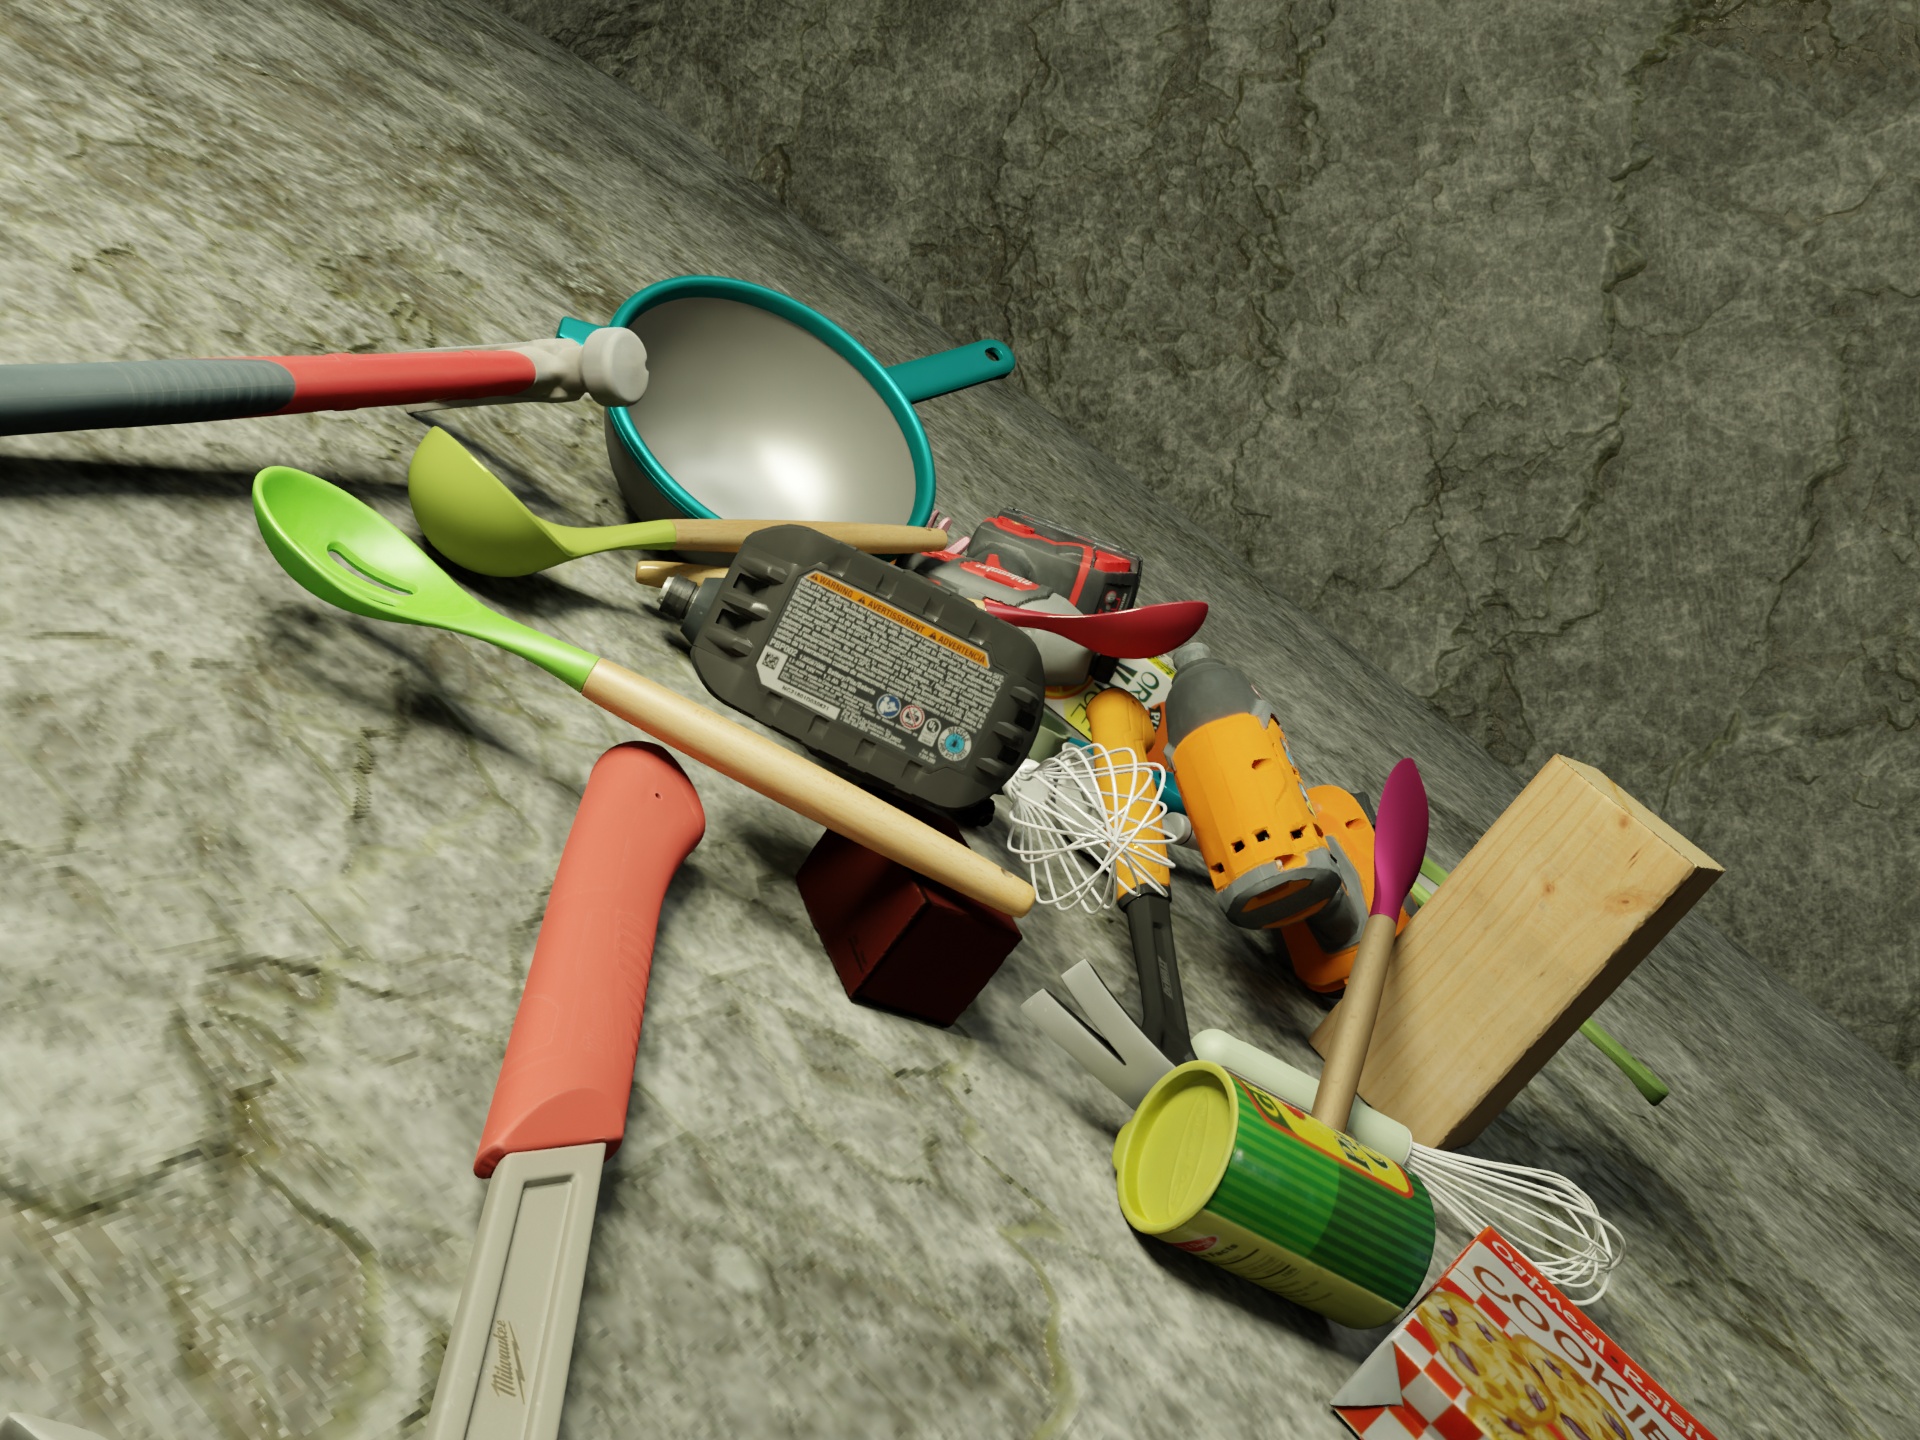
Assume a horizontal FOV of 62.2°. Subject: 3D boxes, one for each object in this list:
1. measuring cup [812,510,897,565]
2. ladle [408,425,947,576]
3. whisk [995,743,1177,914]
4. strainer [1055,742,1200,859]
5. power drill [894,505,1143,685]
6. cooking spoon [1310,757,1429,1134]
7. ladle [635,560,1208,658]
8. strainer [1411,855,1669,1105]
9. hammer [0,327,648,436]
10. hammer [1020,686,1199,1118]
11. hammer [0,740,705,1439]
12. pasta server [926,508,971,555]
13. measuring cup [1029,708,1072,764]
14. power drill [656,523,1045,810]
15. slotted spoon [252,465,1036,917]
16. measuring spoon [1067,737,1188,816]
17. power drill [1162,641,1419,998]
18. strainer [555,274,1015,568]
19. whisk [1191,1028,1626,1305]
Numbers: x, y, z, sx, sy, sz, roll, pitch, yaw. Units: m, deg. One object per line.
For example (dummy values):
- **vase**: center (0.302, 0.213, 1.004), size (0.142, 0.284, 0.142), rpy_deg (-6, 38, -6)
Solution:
- **measuring cup**: center (-0.096, -0.127, 1.041), size (0.174, 0.052, 0.095), rpy_deg (44, 17, 18)
- **ladle**: center (-0.121, -0.104, 0.793), size (0.320, 0.062, 0.078), rpy_deg (-5, 32, -45)
- **whisk**: center (0.036, 0.034, 0.712), size (0.070, 0.070, 0.285), rpy_deg (33, -1, -10)
- **strainer**: center (0.124, 0.066, 0.958), size (0.258, 0.050, 0.087), rpy_deg (18, 32, -47)
- **power drill**: center (0.046, -0.073, 1.009), size (0.143, 0.078, 0.220), rpy_deg (22, 17, 10)
- **cooking spoon**: center (0.205, 0.118, 0.788), size (0.319, 0.017, 0.068), rpy_deg (-54, 131, -50)
- **ladle**: center (-0.013, -0.061, 0.846), size (0.315, 0.031, 0.069), rpy_deg (5, -15, -18)
- **strainer**: center (0.357, 0.180, 1.085), size (0.257, 0.069, 0.151), rpy_deg (46, 16, 28)
- **hammer**: center (-0.290, -0.135, 0.646), size (0.143, 0.038, 0.386), rpy_deg (2, 14, 21)
- **hammer**: center (0.081, 0.068, 0.767), size (0.127, 0.034, 0.337), rpy_deg (42, 21, -19)
- **hammer**: center (-0.114, 0.089, 0.429), size (0.149, 0.036, 0.359), rpy_deg (31, 17, -18)
- **pasta server**: center (-0.009, -0.081, 1.125), size (0.060, 0.040, 0.316), rpy_deg (44, 14, -17)
- **measuring cup**: center (-0.001, -0.003, 0.906), size (0.083, 0.038, 0.167), rpy_deg (39, 15, 34)
- **power drill**: center (-0.056, -0.025, 0.709), size (0.171, 0.080, 0.223), rpy_deg (26, -3, -9)
- **slotted spoon**: center (-0.112, -0.003, 0.577), size (0.313, 0.031, 0.070), rpy_deg (28, 17, -6)
- **measuring spoon**: center (0.110, 0.038, 1.081), size (0.128, 0.021, 0.042), rpy_deg (22, 20, -15)
- **power drill**: center (0.183, 0.058, 0.899), size (0.226, 0.084, 0.164), rpy_deg (39, 30, -53)
- **strainer**: center (-0.088, -0.173, 0.982), size (0.211, 0.095, 0.340), rpy_deg (53, 42, 7)
- **whisk**: center (0.213, 0.209, 0.755), size (0.246, 0.057, 0.059), rpy_deg (29, 53, -10)
